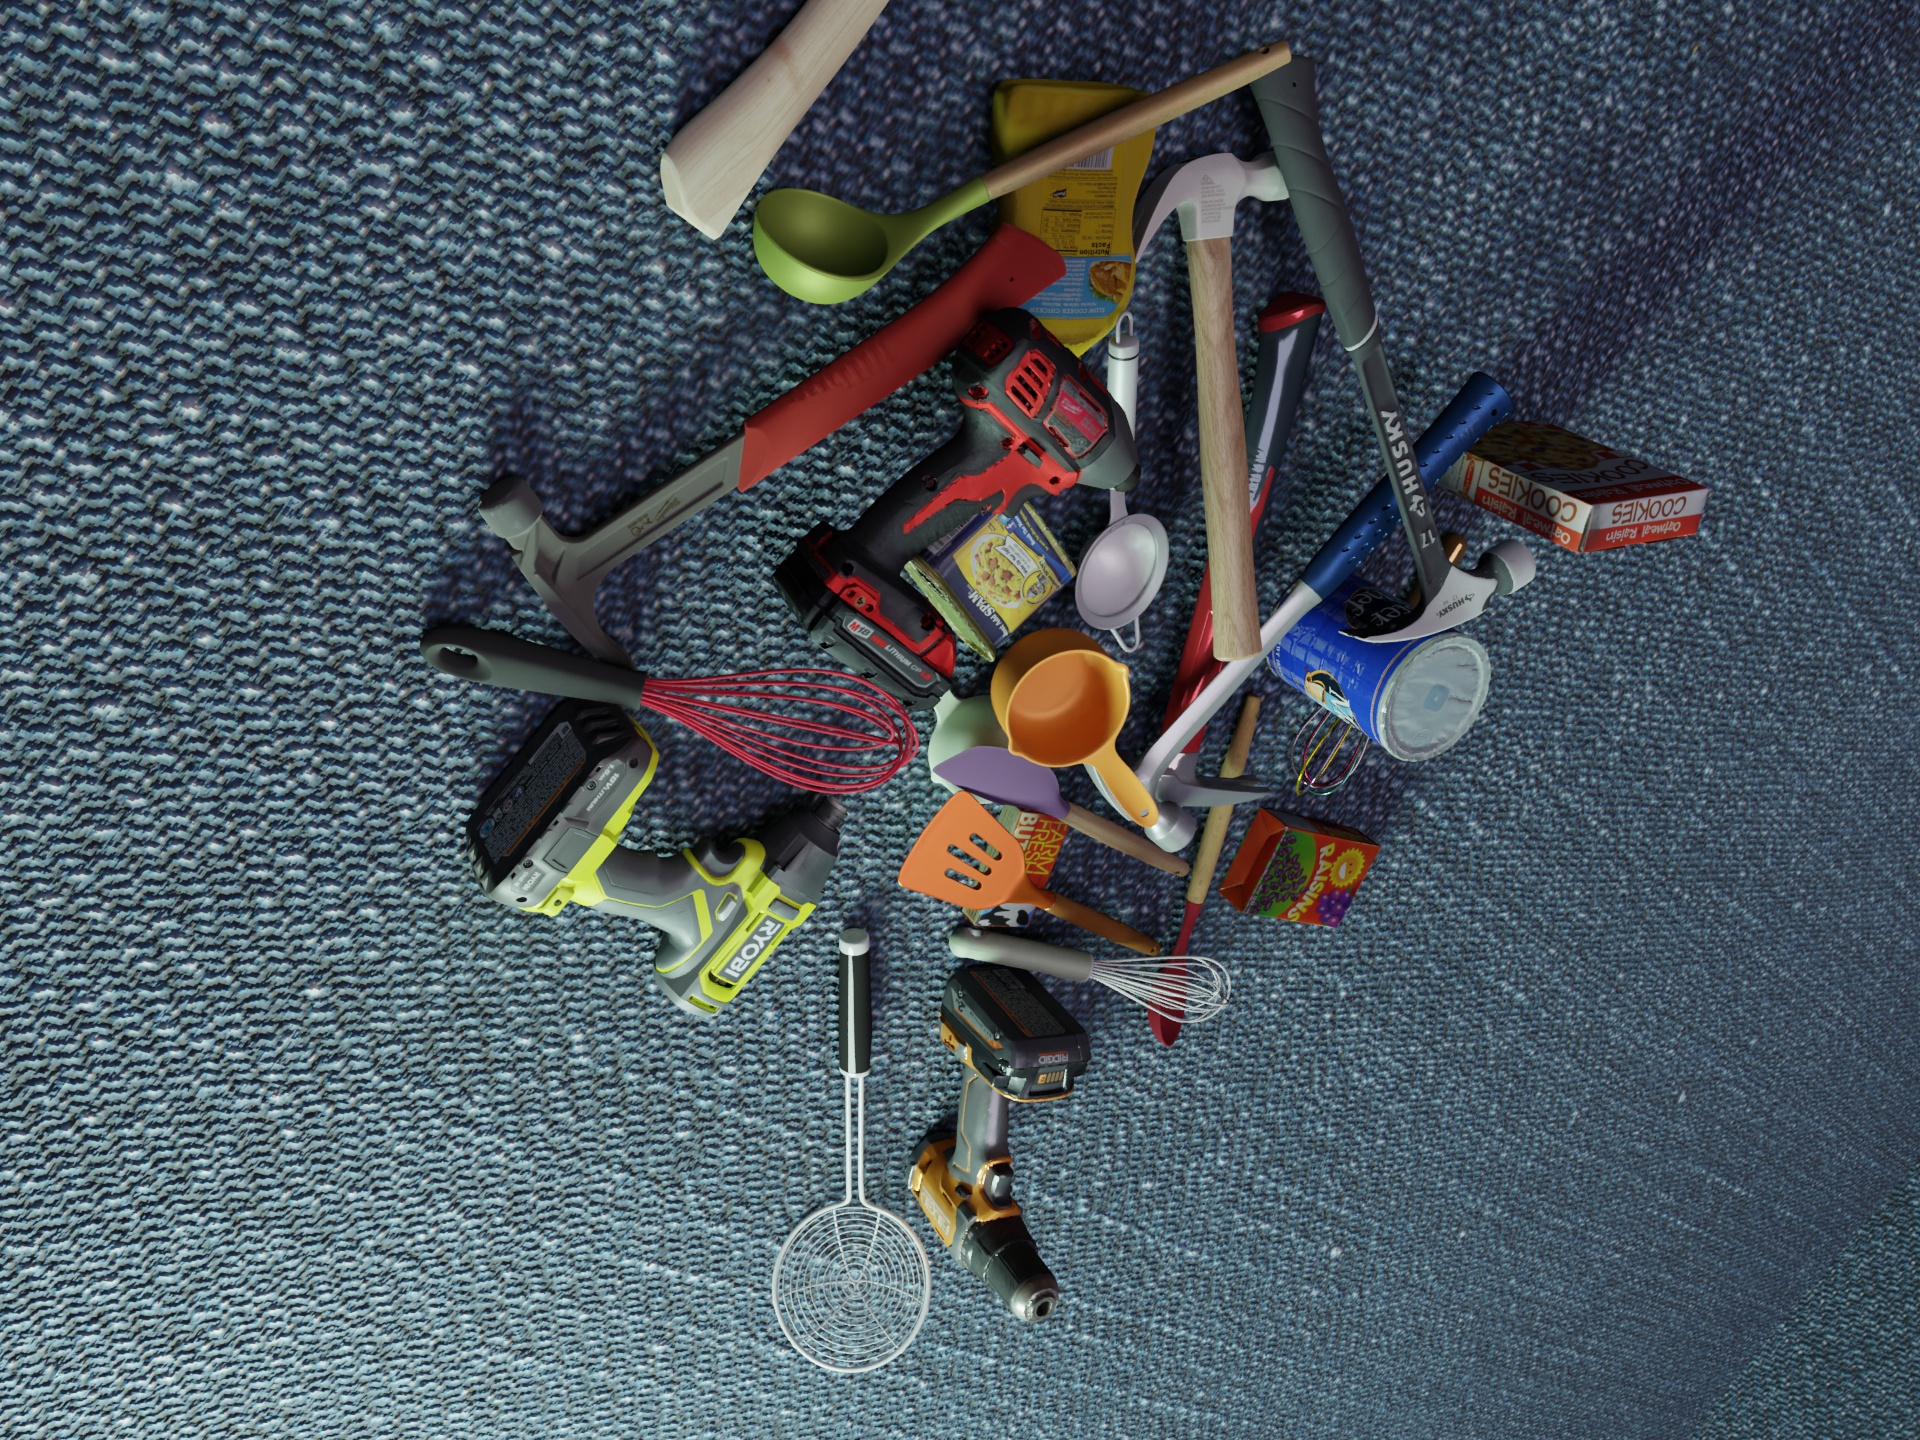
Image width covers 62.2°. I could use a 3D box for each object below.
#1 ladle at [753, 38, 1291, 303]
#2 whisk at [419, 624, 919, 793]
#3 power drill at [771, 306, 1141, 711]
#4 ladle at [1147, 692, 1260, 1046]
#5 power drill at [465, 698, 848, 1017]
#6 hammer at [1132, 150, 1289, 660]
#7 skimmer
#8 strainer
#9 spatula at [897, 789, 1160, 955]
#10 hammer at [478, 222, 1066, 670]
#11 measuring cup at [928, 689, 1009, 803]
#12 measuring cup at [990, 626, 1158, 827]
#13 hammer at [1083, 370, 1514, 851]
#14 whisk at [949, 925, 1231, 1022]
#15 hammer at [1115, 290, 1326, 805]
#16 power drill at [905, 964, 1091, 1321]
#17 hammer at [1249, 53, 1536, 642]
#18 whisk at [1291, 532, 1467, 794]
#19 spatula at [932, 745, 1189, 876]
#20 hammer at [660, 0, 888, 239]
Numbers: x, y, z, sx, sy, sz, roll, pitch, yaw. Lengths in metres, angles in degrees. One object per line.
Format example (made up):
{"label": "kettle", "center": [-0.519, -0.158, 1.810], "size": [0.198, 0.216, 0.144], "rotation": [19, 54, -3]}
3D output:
{"label": "ladle", "center": [0.035, -0.317, 0.888], "size": [0.320, 0.078, 0.062], "rotation": [-24, 150, 2]}
{"label": "whisk", "center": [-0.168, -0.012, 0.938], "size": [0.295, 0.073, 0.073], "rotation": [13, 111, -10]}
{"label": "power drill", "center": [0.006, -0.121, 0.942], "size": [0.219, 0.079, 0.143], "rotation": [-48, 130, 8]}
{"label": "ladle", "center": [0.200, 0.125, 1.307], "size": [0.069, 0.031, 0.315], "rotation": [-26, 132, -61]}
{"label": "power drill", "center": [-0.186, 0.084, 1.025], "size": [0.171, 0.080, 0.223], "rotation": [-50, 133, 3]}
{"label": "hammer", "center": [0.171, -0.202, 1.057], "size": [0.130, 0.031, 0.331], "rotation": [-13, 106, -23]}
{"label": "skimmer", "center": [-0.083, 0.333, 1.214], "size": [0.127, 0.090, 0.363], "rotation": [3, 116, 2]}
{"label": "strainer", "center": [0.105, -0.157, 1.061], "size": [0.087, 0.050, 0.258], "rotation": [-29, 139, -26]}
{"label": "spatula", "center": [0.072, 0.137, 1.212], "size": [0.081, 0.041, 0.322], "rotation": [-56, 142, 3]}
{"label": "hammer", "center": [-0.092, -0.168, 0.931], "size": [0.359, 0.037, 0.149], "rotation": [-33, 128, 0]}
{"label": "measuring cup", "center": [-0.002, -0.004, 1.106], "size": [0.083, 0.038, 0.167], "rotation": [-41, 131, -5]}
{"label": "measuring cup", "center": [0.085, 0.008, 1.088], "size": [0.095, 0.052, 0.173], "rotation": [-37, 125, 3]}
{"label": "hammer", "center": [0.243, -0.089, 1.147], "size": [0.405, 0.035, 0.144], "rotation": [-48, 123, 5]}
{"label": "whisk", "center": [0.105, 0.196, 1.251], "size": [0.246, 0.058, 0.059], "rotation": [14, 104, -18]}
{"label": "hammer", "center": [0.211, -0.115, 1.165], "size": [0.143, 0.038, 0.386], "rotation": [4, 113, -23]}
{"label": "power drill", "center": [0.034, 0.327, 1.224], "size": [0.084, 0.186, 0.226], "rotation": [0, 113, -30]}
{"label": "hammer", "center": [0.267, -0.238, 1.057], "size": [0.149, 0.036, 0.408], "rotation": [-30, 112, -13]}
{"label": "whisk", "center": [0.340, -0.043, 1.292], "size": [0.047, 0.051, 0.245], "rotation": [26, 98, -33]}
{"label": "spatula", "center": [0.091, 0.072, 1.179], "size": [0.060, 0.018, 0.315], "rotation": [-27, 147, 26]}
{"label": "hammer", "center": [-0.020, -0.433, 0.858], "size": [0.146, 0.038, 0.410], "rotation": [32, 97, -40]}
